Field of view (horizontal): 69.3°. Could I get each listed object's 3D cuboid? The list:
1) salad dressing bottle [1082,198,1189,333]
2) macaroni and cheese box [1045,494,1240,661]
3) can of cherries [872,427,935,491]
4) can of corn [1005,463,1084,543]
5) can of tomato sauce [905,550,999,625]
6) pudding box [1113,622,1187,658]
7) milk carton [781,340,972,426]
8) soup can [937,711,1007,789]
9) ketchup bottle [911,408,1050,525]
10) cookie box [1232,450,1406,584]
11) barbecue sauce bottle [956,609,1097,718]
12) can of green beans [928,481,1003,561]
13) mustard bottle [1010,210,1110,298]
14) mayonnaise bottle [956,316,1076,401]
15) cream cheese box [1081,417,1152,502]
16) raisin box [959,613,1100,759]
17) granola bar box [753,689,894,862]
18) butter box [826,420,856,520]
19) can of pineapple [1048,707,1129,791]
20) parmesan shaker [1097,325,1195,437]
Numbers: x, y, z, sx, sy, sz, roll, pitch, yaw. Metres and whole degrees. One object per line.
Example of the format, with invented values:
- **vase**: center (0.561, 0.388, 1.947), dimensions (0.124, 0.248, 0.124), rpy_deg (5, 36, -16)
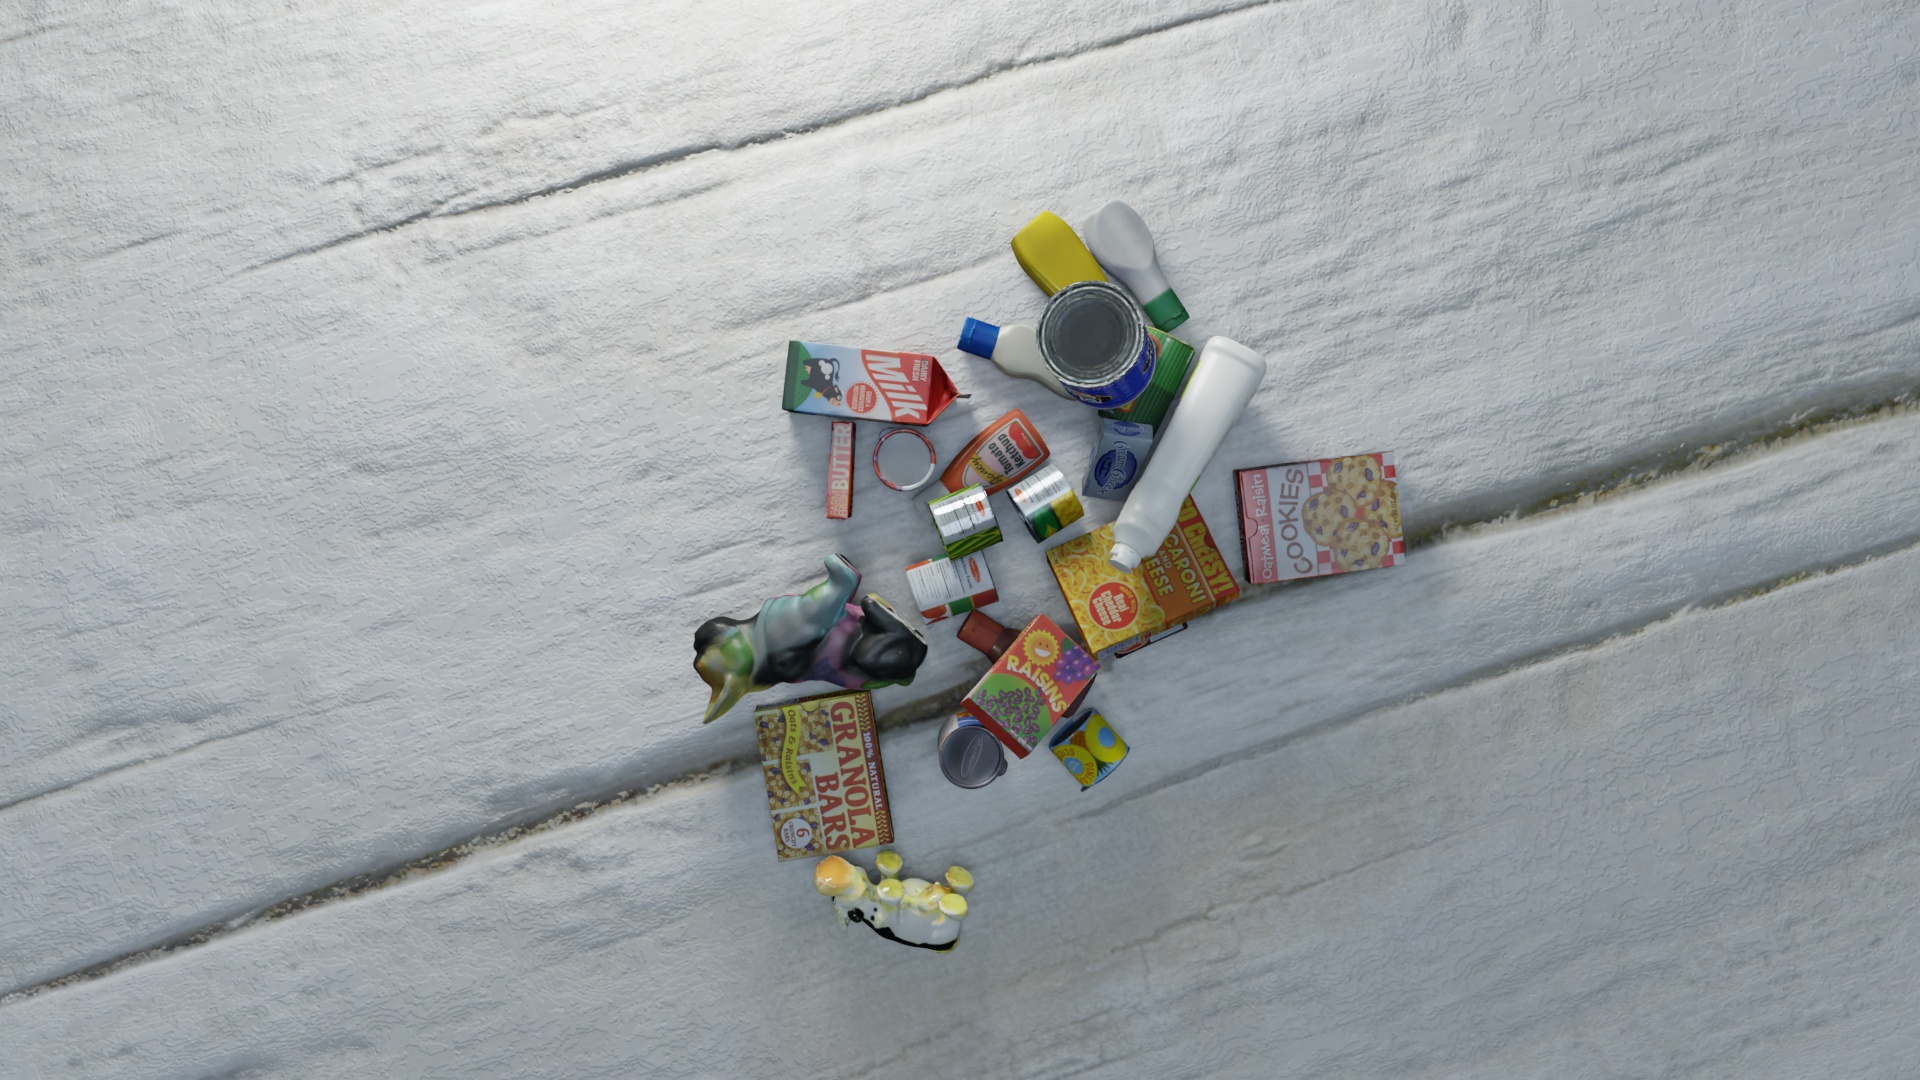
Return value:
- **salad dressing bottle**: center (0.186, -0.286, 1.460), dimensions (0.064, 0.044, 0.147), rpy_deg (-35, 95, -13)
- **macaroni and cheese box**: center (0.190, 0.036, 1.455), dimensions (0.166, 0.040, 0.124), rpy_deg (-24, 71, -1)
- **can of cherries**: center (-0.061, -0.086, 1.450), dimensions (0.071, 0.058, 0.071), rpy_deg (0, 93, -3)
- **can of corn**: center (0.090, -0.038, 1.457), dimensions (0.058, 0.071, 0.071), rpy_deg (-31, 94, -1)
- **can of tomato sauce**: center (-0.009, 0.046, 1.456), dimensions (0.083, 0.071, 0.071), rpy_deg (-19, 93, -1)
- **pudding box**: center (0.194, 0.086, 1.483), dimensions (0.084, 0.030, 0.049), rpy_deg (-24, 95, -1)
- **milk carton**: center (-0.084, -0.159, 1.439), dimensions (0.191, 0.072, 0.073), rpy_deg (6, 92, -3)
- **soup can**: center (0.012, 0.219, 1.454), dimensions (0.071, 0.084, 0.071), rpy_deg (0, 93, -2)
- **ketchup bottle**: center (0.018, -0.072, 1.462), dimensions (0.149, 0.043, 0.064), rpy_deg (-36, 100, 0)
- **cookie box**: center (0.381, -0.025, 1.481), dimensions (0.167, 0.040, 0.123), rpy_deg (-7, 93, -2)
- **barbecue sauce bottle**: center (0.068, 0.125, 1.472), dimensions (0.148, 0.043, 0.065), rpy_deg (32, 82, -3)
- **can of green beans**: center (0.005, -0.019, 1.418), dimensions (0.058, 0.071, 0.071), rpy_deg (-22, 94, -3)
- **mustard bottle**: center (0.121, -0.268, 1.455), dimensions (0.065, 0.049, 0.160), rpy_deg (-40, 94, -2)
- **mayonnaise bottle**: center (0.072, -0.196, 1.461), dimensions (0.148, 0.041, 0.064), rpy_deg (18, 90, -2)
- **cream cheese box**: center (0.162, -0.083, 1.444), dimensions (0.053, 0.103, 0.024), rpy_deg (8, 52, -4)
- **raisin box**: center (0.073, 0.148, 1.418), dimensions (0.086, 0.040, 0.124), rpy_deg (42, 67, 2)
- **granola bar box**: center (-0.144, 0.247, 1.471), dimensions (0.124, 0.039, 0.165), rpy_deg (-9, 93, -2)
- **butter box**: center (-0.124, -0.074, 1.451), dimensions (0.024, 0.053, 0.103), rpy_deg (3, 92, -1)
- **can of pineapple**: center (0.135, 0.220, 1.467), dimensions (0.071, 0.071, 0.058), rpy_deg (-41, 93, 0)
- **parmesan shaker**: center (0.195, -0.164, 1.451), dimensions (0.071, 0.071, 0.103), rpy_deg (26, 91, -3)
